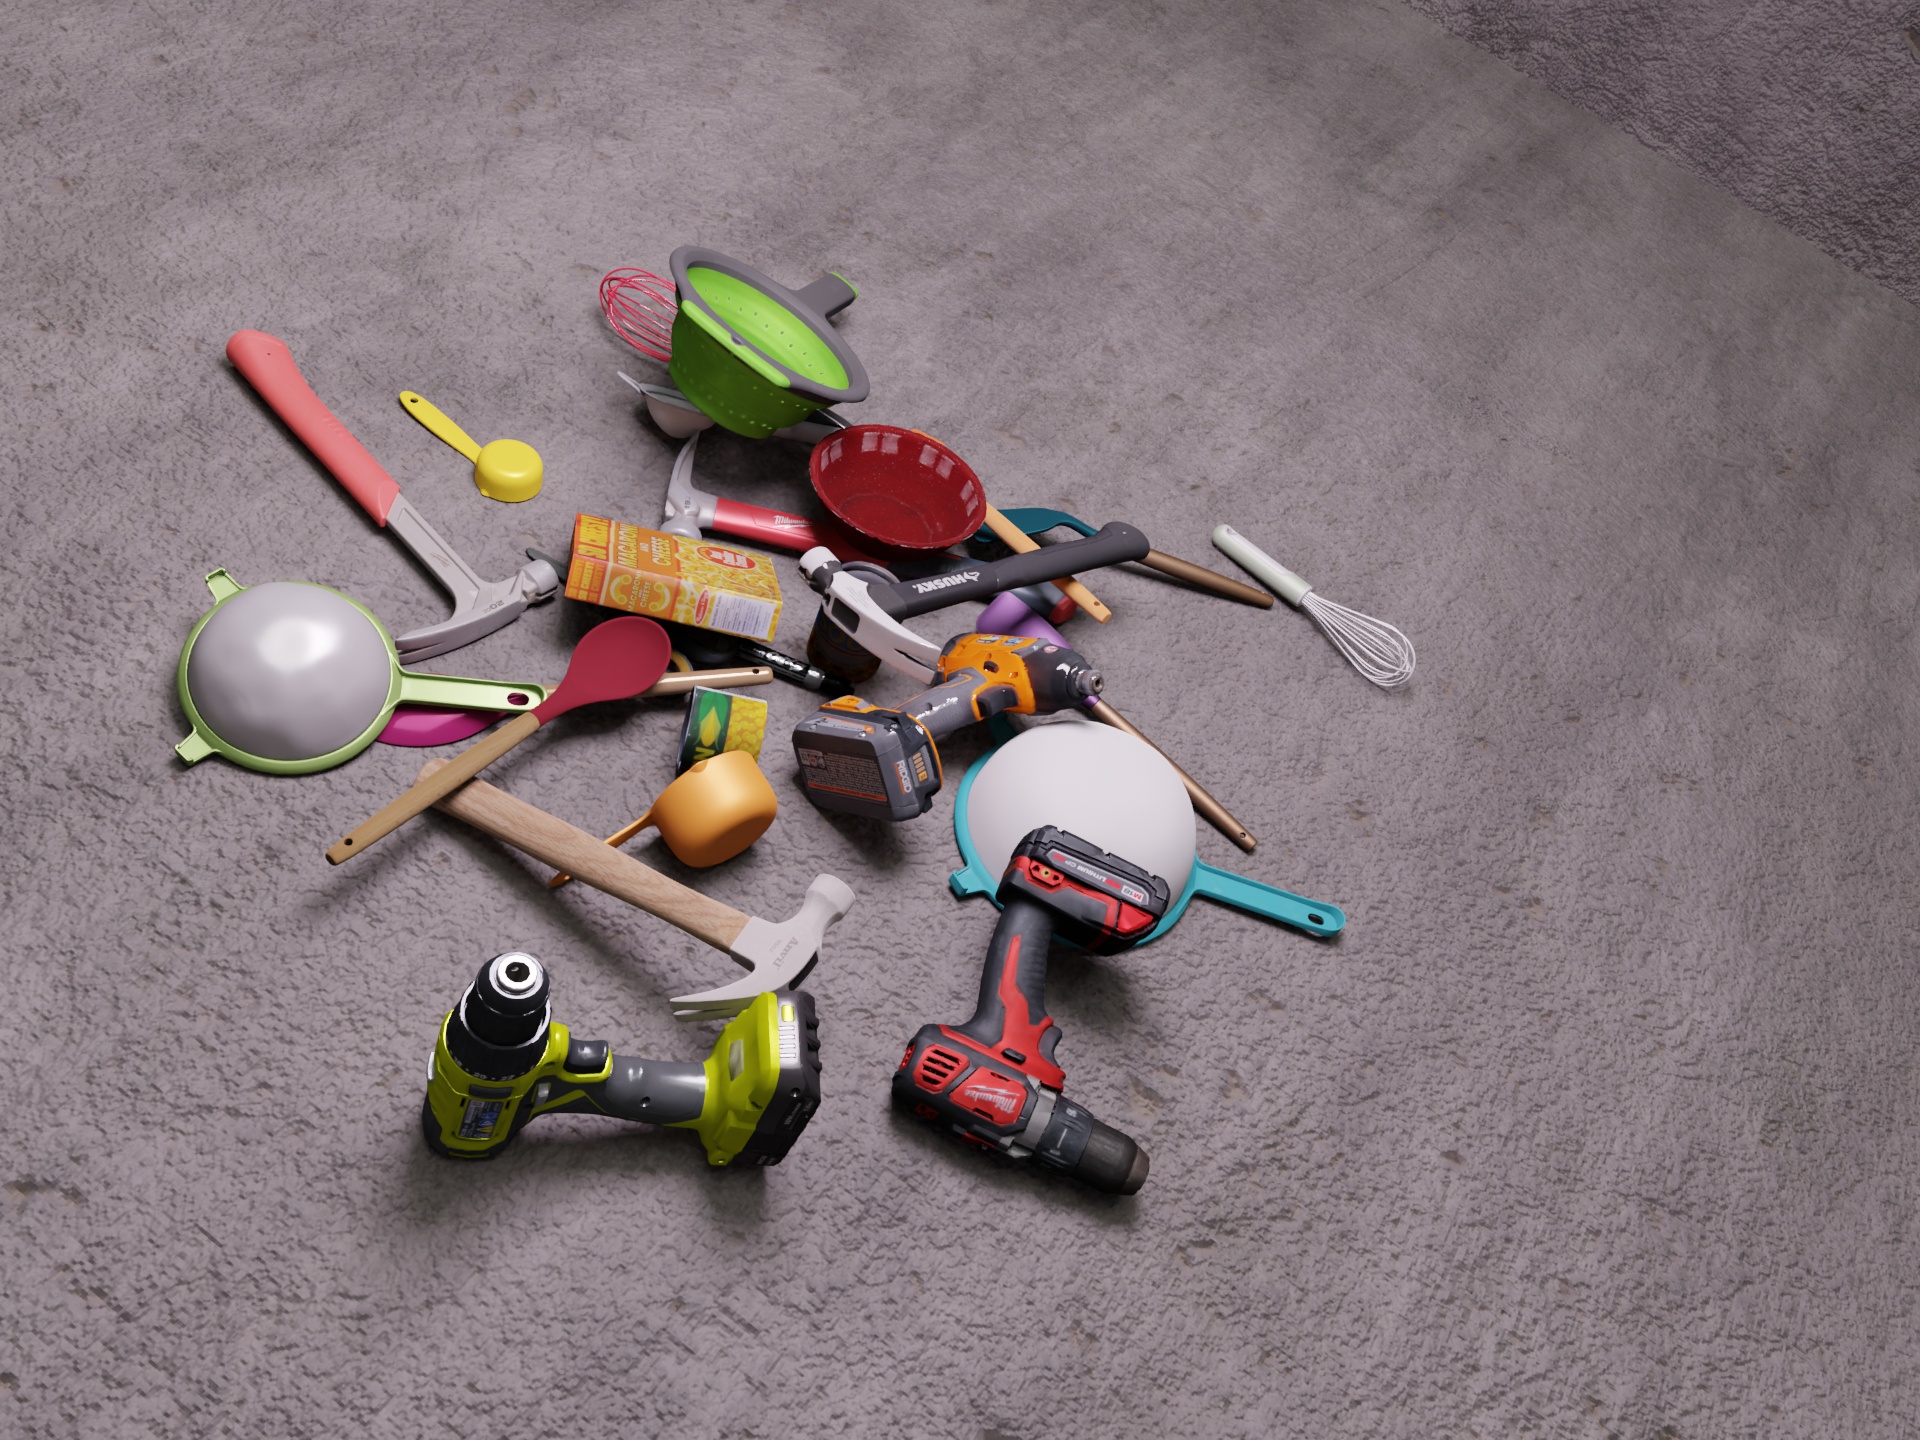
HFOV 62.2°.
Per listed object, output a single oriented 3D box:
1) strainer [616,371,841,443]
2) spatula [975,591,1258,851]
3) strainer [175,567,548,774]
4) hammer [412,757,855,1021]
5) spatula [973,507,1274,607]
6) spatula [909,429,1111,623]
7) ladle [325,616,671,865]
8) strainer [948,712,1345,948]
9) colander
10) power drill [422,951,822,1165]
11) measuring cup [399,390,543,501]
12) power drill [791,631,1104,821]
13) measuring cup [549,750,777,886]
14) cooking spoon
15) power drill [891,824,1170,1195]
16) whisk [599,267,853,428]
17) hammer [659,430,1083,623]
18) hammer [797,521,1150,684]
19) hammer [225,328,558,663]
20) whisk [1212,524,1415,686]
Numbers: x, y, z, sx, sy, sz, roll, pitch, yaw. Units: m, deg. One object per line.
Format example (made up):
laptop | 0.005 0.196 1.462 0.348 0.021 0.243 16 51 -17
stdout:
strainer | -0.192 -0.275 1.477 0.258 0.050 0.087 9 19 -13
spatula | 0.136 0.005 1.394 0.316 0.018 0.060 42 86 11
strainer | -0.427 -0.037 1.147 0.256 0.069 0.152 6 67 -17
hammer | -0.245 0.104 1.095 0.331 0.031 0.130 23 57 20
spatula | 0.160 -0.154 1.534 0.317 0.044 0.082 18 21 -17
spatula | 0.024 -0.183 1.462 0.081 0.041 0.323 -30 59 -28
ladle | -0.327 0.013 1.147 0.069 0.031 0.315 35 46 13
strainer | 0.168 0.093 1.286 0.340 0.095 0.211 19 47 -4
colander | -0.173 -0.347 1.470 0.204 0.094 0.397 38 24 -6
power drill | -0.206 0.209 0.978 0.228 0.190 0.080 9 49 -21
measuring cup | -0.426 -0.247 1.376 0.156 0.029 0.062 38 48 9
power drill | -0.002 -0.004 1.264 0.164 0.084 0.226 7 30 46
measuring cup | -0.212 0.090 1.158 0.173 0.095 0.052 -33 73 -19
cooking spoon | -0.302 -0.022 1.231 0.318 0.017 0.069 -6 56 -19
power drill | 0.075 0.210 1.136 0.188 0.080 0.227 26 66 0
whisk | -0.219 -0.340 1.524 0.296 0.073 0.073 33 47 0
hammer | -0.074 -0.163 1.444 0.386 0.038 0.143 12 47 -12
hammer | 0.037 -0.118 1.334 0.334 0.035 0.146 -18 51 -38
hammer | -0.496 -0.195 1.301 0.359 0.036 0.149 44 50 16
whisk | 0.346 -0.118 1.571 0.246 0.059 0.058 41 37 20
